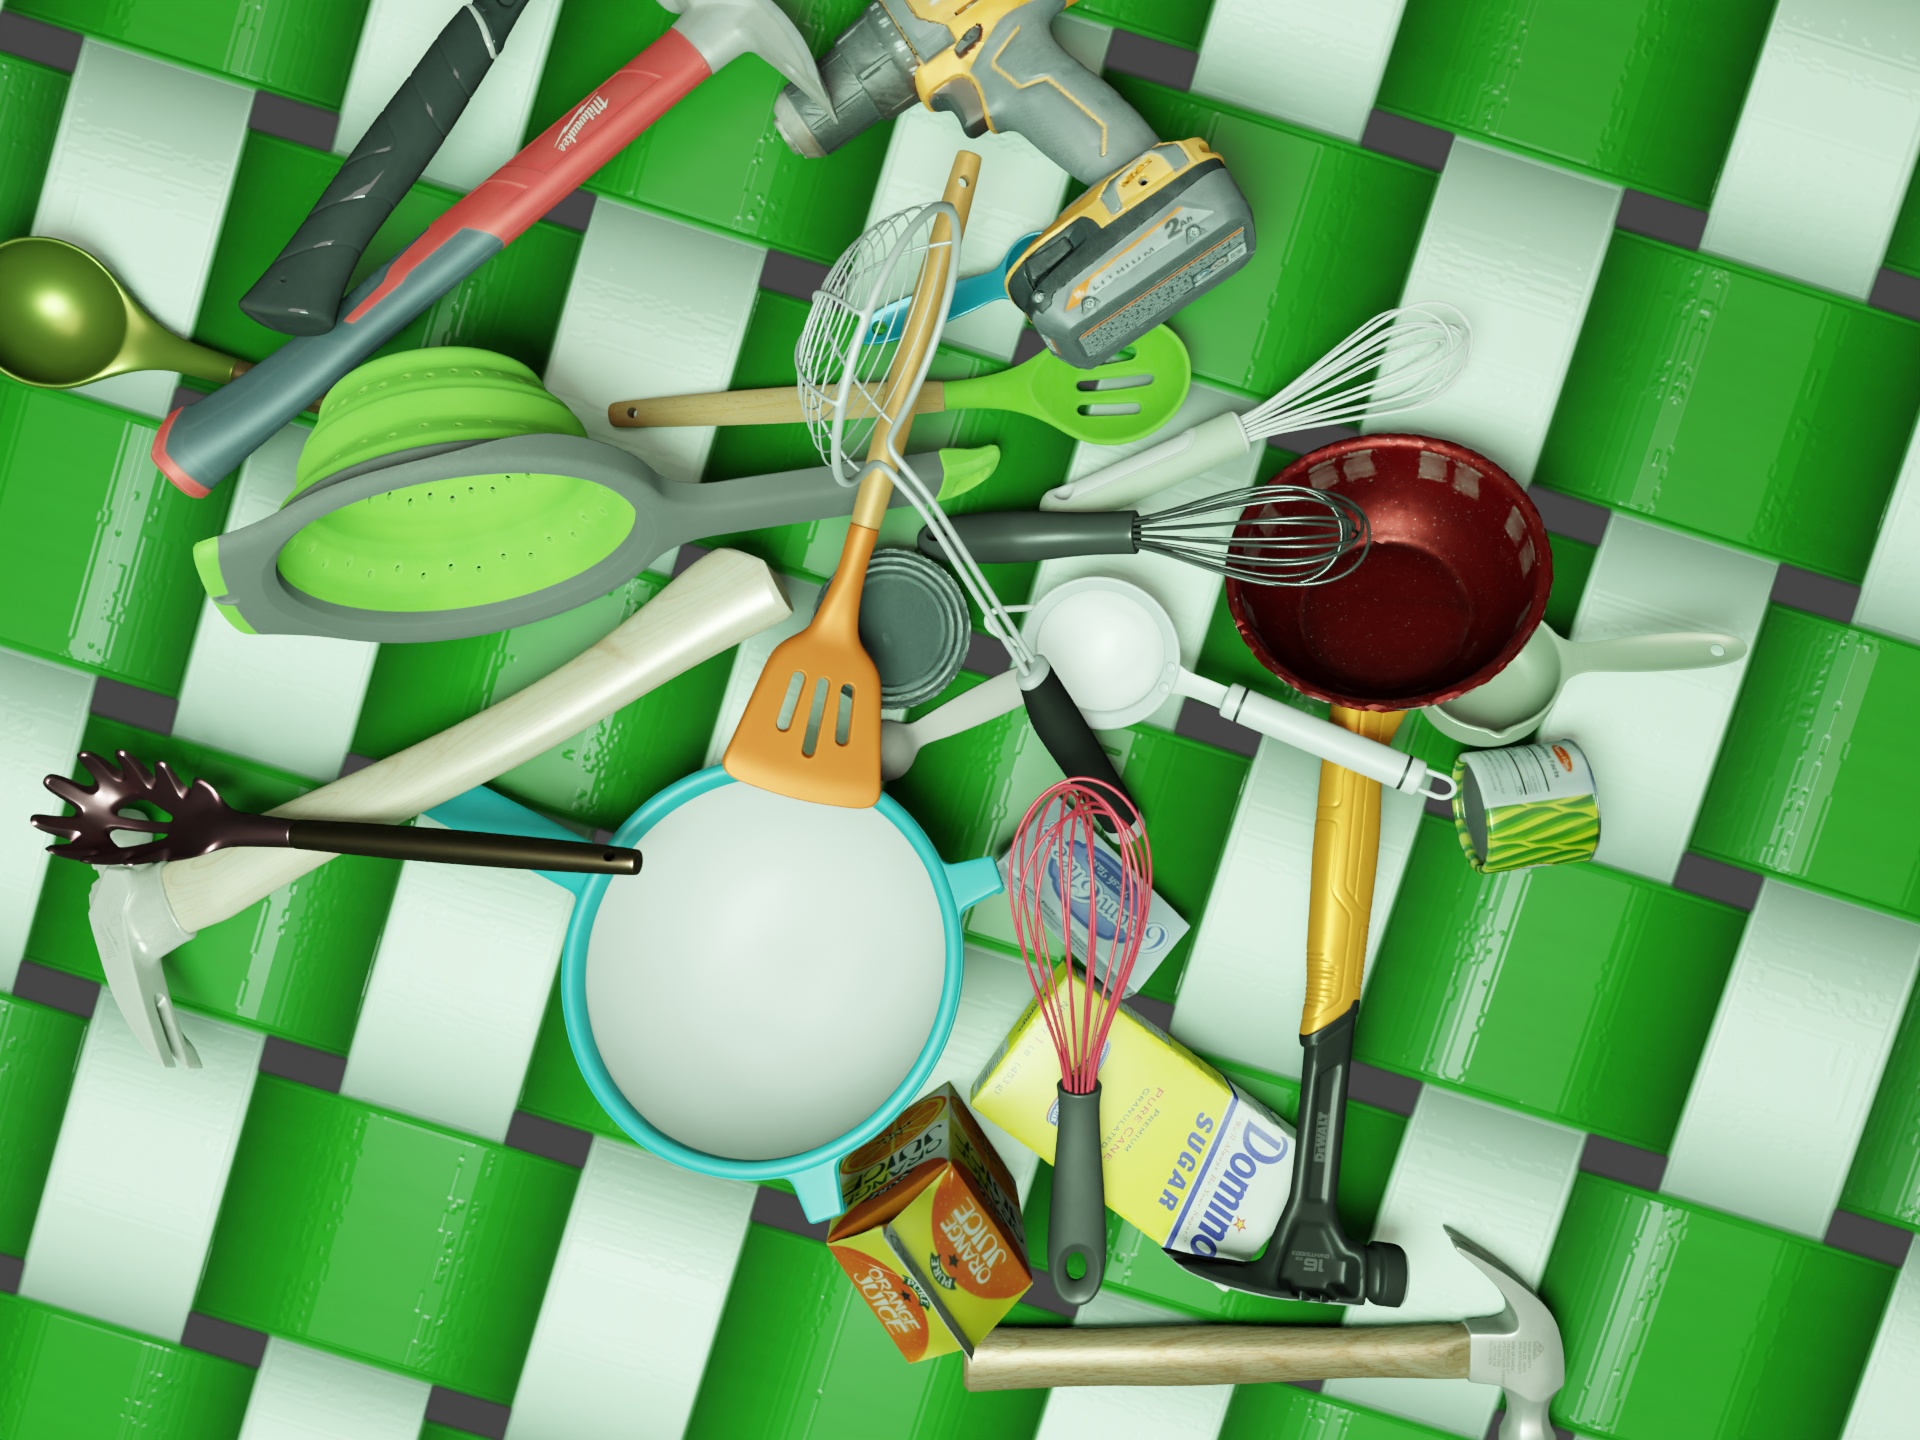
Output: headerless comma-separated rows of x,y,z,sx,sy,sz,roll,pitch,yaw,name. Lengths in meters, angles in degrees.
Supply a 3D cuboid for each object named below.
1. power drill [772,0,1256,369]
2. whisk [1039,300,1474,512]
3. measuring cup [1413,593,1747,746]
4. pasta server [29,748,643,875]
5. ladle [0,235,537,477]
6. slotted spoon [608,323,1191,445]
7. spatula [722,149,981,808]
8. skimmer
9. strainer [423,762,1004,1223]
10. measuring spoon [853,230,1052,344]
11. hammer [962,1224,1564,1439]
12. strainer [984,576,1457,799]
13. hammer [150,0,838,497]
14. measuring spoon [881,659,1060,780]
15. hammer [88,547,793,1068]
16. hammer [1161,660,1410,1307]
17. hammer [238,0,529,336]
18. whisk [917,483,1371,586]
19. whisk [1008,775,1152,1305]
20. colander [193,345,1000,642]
0.022,-0.291,0.812,0.185,0.084,0.226,-32,79,9,power drill
0.156,-0.158,0.849,0.246,0.058,0.059,-23,127,6,whisk
0.324,-0.026,0.843,0.167,0.038,0.083,-4,67,7,measuring cup
-0.314,0.057,0.802,0.316,0.040,0.060,4,69,10,pasta server
-0.364,-0.178,0.847,0.320,0.062,0.078,17,94,-3,ladle
-0.034,-0.176,0.858,0.314,0.031,0.070,-3,93,3,slotted spoon
-0.039,-0.118,0.780,0.081,0.041,0.322,15,99,-11,spatula
0.031,-0.070,0.761,0.090,0.127,0.363,-6,131,37,skimmer
-0.148,0.107,0.853,0.340,0.095,0.211,24,81,20,strainer
0.004,-0.227,0.863,0.128,0.021,0.042,-17,85,11,measuring spoon
0.167,0.350,0.885,0.331,0.031,0.130,-1,94,1,hammer
0.137,-0.012,0.840,0.258,0.050,0.086,23,117,11,strainer
-0.242,-0.238,0.807,0.386,0.038,0.143,-41,67,-2,hammer
-0.001,-0.003,0.872,0.124,0.018,0.034,-26,93,1,measuring spoon
-0.271,0.033,0.837,0.410,0.038,0.146,-27,74,4,hammer
0.190,0.134,0.844,0.127,0.034,0.337,9,84,-8,hammer
-0.235,-0.367,0.802,0.149,0.036,0.409,30,83,10,hammer
0.089,-0.094,0.821,0.239,0.055,0.055,1,94,20,whisk
0.060,0.169,0.814,0.073,0.073,0.295,-1,105,0,whisk
-0.176,-0.134,0.811,0.397,0.204,0.094,-11,75,-17,colander
